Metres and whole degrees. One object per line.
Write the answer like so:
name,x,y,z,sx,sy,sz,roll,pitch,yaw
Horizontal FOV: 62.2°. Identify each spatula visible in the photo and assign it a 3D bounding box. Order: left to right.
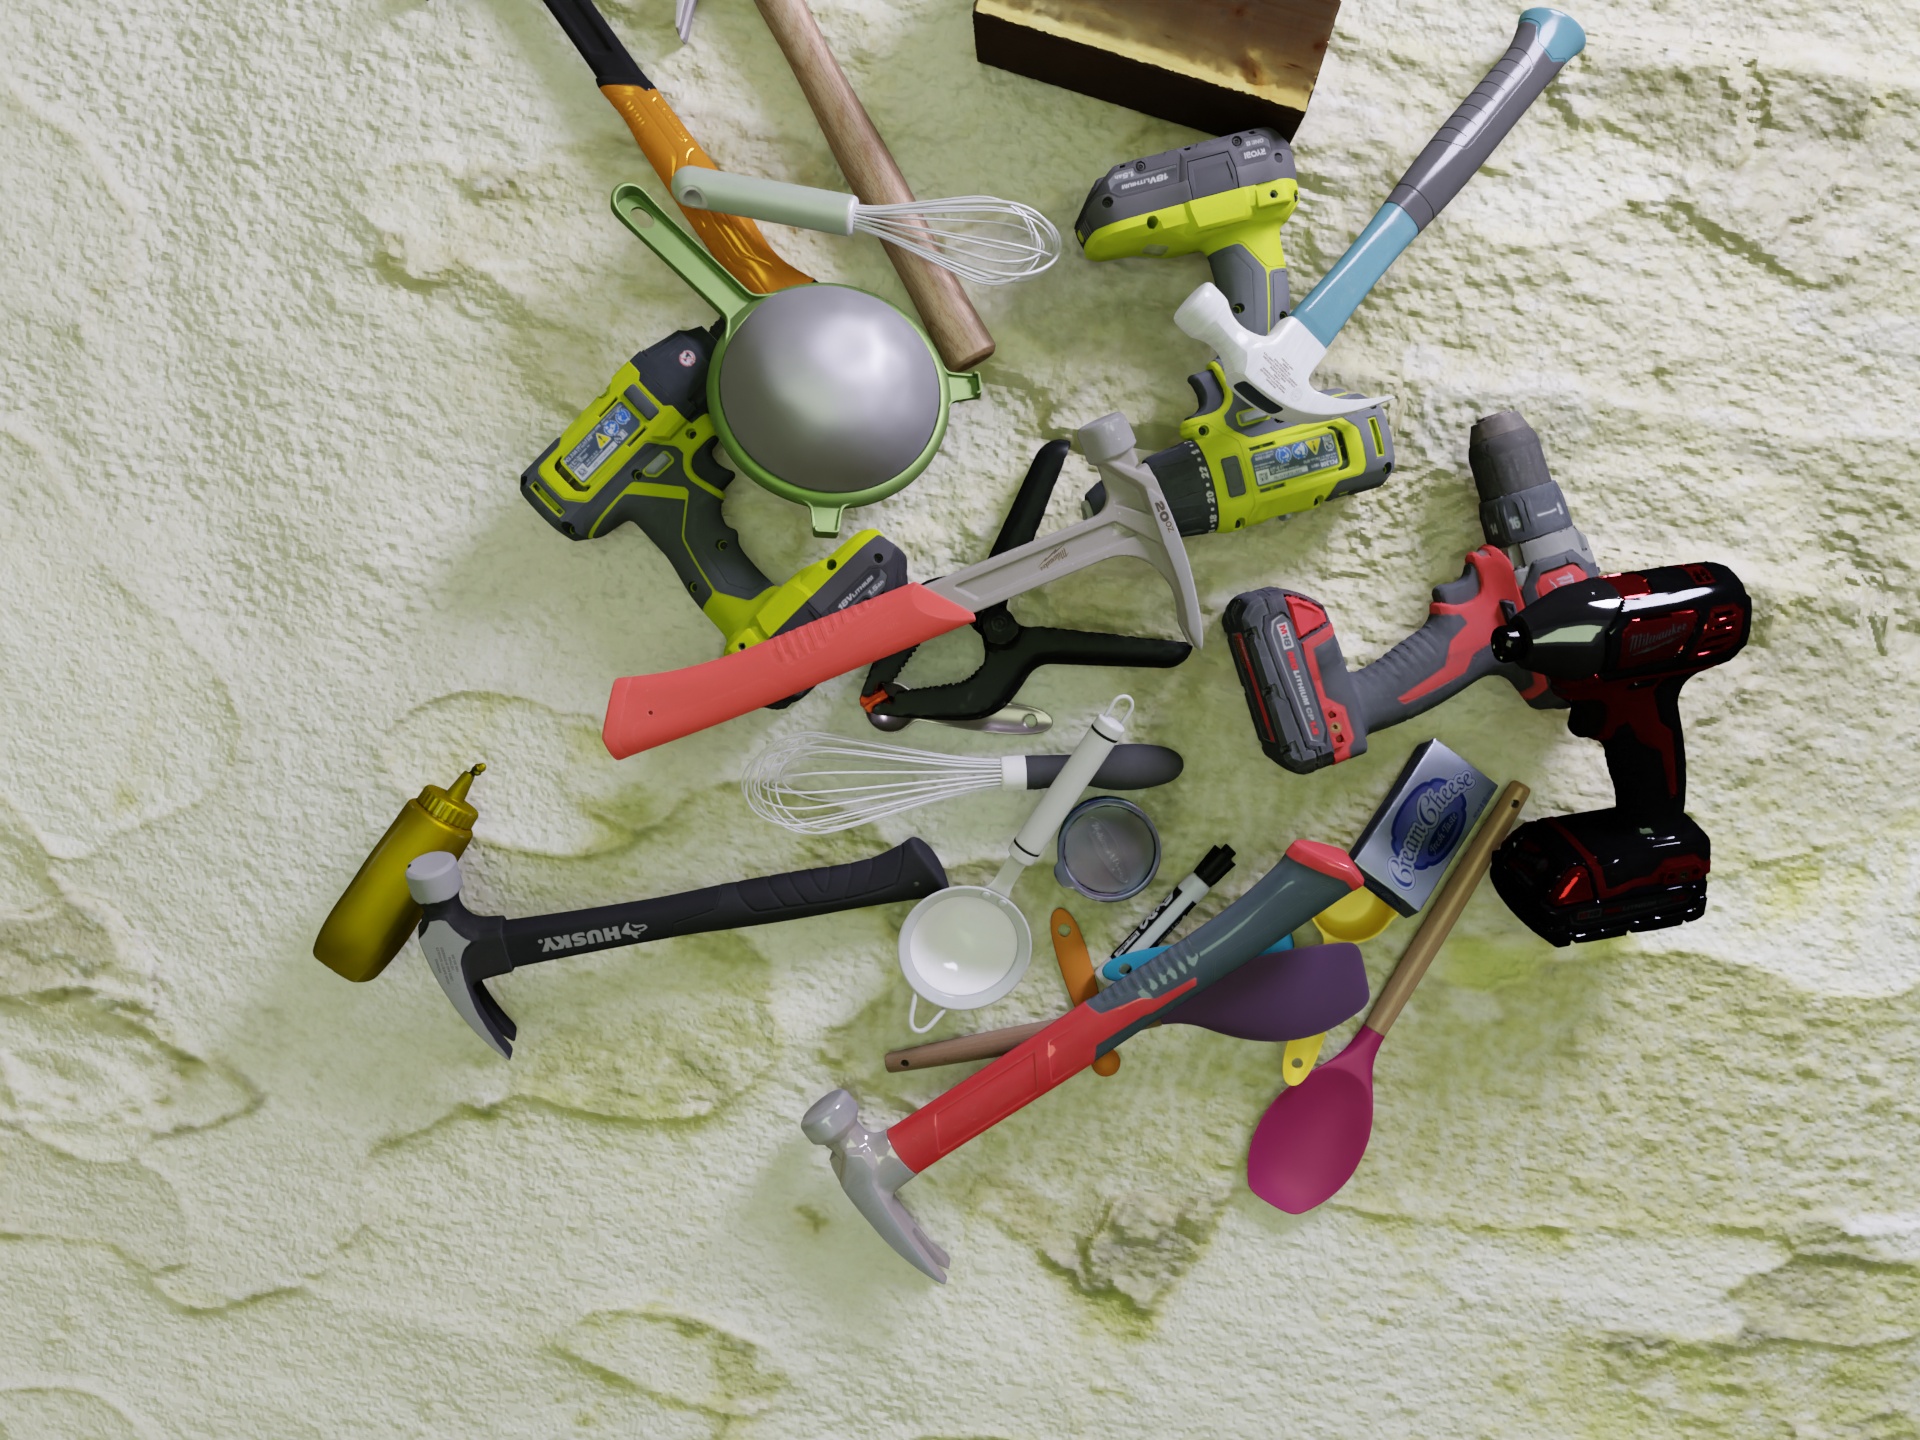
spatula,0.104,0.196,1.027,0.316,0.018,0.059,-11,98,9

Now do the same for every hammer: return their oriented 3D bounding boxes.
hammer,-0.205,-0.380,1.015,0.127,0.034,0.337,-36,91,3
hammer,-0.173,0.129,1.027,0.334,0.035,0.146,-9,117,-3
hammer,-0.072,-0.372,1.011,0.130,0.031,0.331,-28,92,4
hammer,-0.040,-0.049,0.947,0.359,0.037,0.149,-22,101,0
hammer,0.091,0.207,1.001,0.386,0.038,0.143,-35,98,12
hammer,0.269,-0.309,0.950,0.128,0.033,0.331,43,77,-13

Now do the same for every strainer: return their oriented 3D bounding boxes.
strainer,-0.114,-0.244,0.955,0.256,0.069,0.151,43,72,1
strainer,0.037,0.089,1.005,0.086,0.050,0.258,29,108,-12

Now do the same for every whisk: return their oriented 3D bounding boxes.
whisk,-0.059,-0.310,0.980,0.246,0.057,0.059,11,59,4
whisk,0.002,0.036,1.021,0.284,0.070,0.070,-3,93,-2

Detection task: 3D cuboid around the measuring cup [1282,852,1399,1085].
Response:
measuring cup,0.235,0.160,1.029,0.062,0.029,0.156,17,96,2

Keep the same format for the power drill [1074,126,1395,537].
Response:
power drill,0.148,-0.228,0.982,0.190,0.080,0.228,-15,94,-2

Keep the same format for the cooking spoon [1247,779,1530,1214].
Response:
cooking spoon,0.282,0.179,1.031,0.069,0.017,0.319,30,95,3

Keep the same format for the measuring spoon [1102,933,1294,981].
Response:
measuring spoon,0.155,0.155,1.021,0.128,0.021,0.042,-8,103,-8

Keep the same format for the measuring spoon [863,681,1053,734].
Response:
measuring spoon,-0.002,-0.003,1.039,0.124,0.018,0.034,6,83,-4

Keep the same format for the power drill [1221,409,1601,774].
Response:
power drill,0.282,-0.076,0.990,0.226,0.080,0.188,-18,93,1

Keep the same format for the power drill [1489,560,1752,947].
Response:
power drill,0.380,0.018,0.942,0.143,0.079,0.219,-9,116,-7

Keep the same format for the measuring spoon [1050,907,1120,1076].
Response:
measuring spoon,0.081,0.179,1.043,0.021,0.011,0.117,-17,92,3

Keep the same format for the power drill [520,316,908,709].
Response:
power drill,-0.145,-0.132,1.007,0.171,0.080,0.223,-44,87,4
